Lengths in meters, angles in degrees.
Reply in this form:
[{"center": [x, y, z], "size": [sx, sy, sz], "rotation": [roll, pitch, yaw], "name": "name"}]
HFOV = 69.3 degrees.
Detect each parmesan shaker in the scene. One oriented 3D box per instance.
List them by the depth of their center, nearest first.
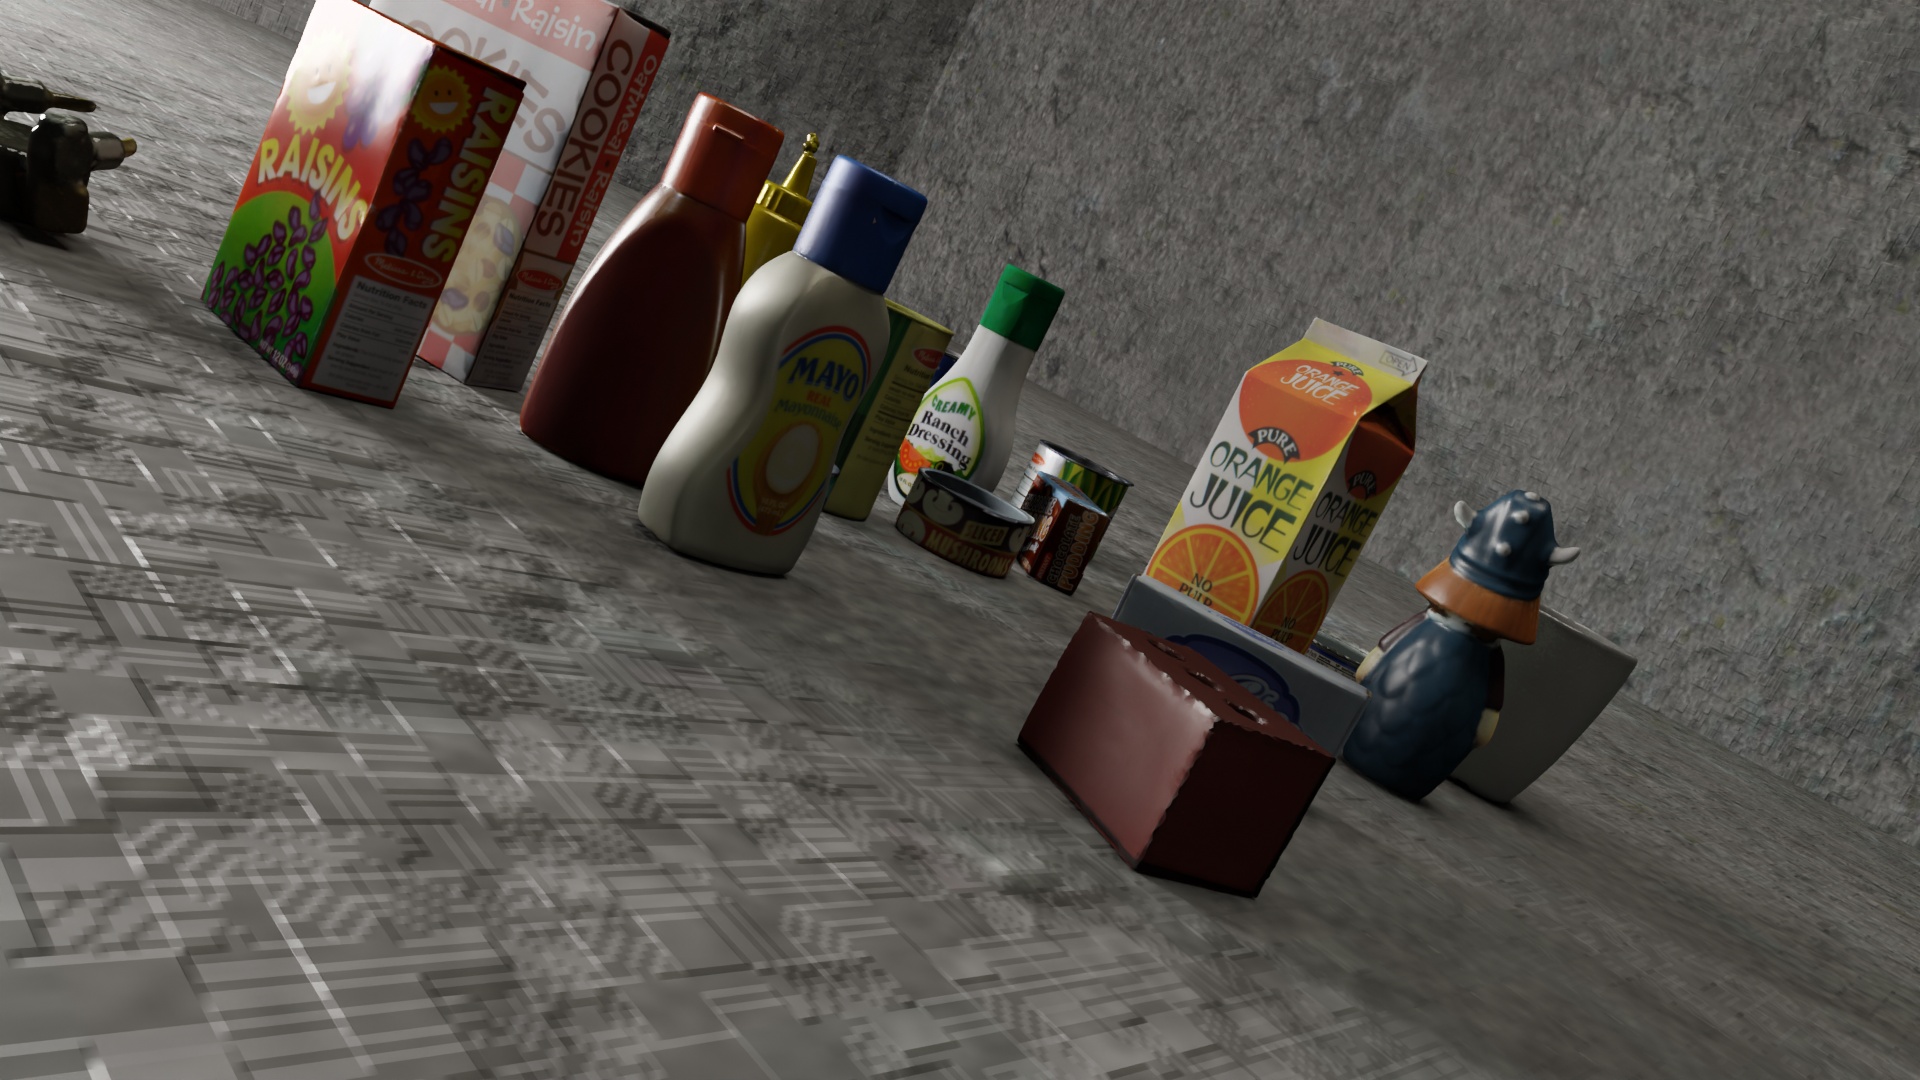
[{"center": [-0.056, -0.070, 0.682], "size": [0.071, 0.103, 0.071], "rotation": [25, 9, -4], "name": "parmesan shaker"}]

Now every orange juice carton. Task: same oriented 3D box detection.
[{"center": [0.169, -0.019, 0.729], "size": [0.072, 0.192, 0.073], "rotation": [34, 12, 40], "name": "orange juice carton"}]

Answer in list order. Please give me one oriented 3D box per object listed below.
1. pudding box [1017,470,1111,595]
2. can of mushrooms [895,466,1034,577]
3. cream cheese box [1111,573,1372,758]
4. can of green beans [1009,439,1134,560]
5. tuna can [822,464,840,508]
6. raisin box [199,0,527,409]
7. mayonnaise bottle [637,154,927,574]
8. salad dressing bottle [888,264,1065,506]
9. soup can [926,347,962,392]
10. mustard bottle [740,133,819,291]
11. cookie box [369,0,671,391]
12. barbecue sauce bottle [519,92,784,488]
[{"center": [0.054, -0.006, 0.789], "size": [0.030, 0.049, 0.084], "rotation": [24, 10, -13], "name": "pudding box"}, {"center": [0.003, -0.009, 0.718], "size": [0.071, 0.033, 0.071], "rotation": [25, 9, -4], "name": "can of mushrooms"}, {"center": [0.105, 0.060, 0.557], "size": [0.104, 0.053, 0.024], "rotation": [28, 9, 13], "name": "cream cheese box"}, {"center": [0.069, -0.026, 0.910], "size": [0.071, 0.057, 0.071], "rotation": [25, 9, -4], "name": "can of green beans"}, {"center": [-0.087, -0.029, 0.593], "size": [0.071, 0.032, 0.071], "rotation": [25, 9, -4], "name": "tuna can"}, {"center": [-0.211, -0.121, 0.489], "size": [0.086, 0.123, 0.040], "rotation": [32, 11, 35], "name": "raisin box"}, {"center": [-0.059, -0.062, 0.497], "size": [0.065, 0.148, 0.041], "rotation": [16, 13, -47], "name": "mayonnaise bottle"}, {"center": [0.010, -0.081, 0.781], "size": [0.064, 0.147, 0.044], "rotation": [31, 10, 28], "name": "salad dressing bottle"}, {"center": [-0.031, -0.091, 0.916], "size": [0.071, 0.083, 0.071], "rotation": [25, 9, -4], "name": "soup can"}, {"center": [-0.104, -0.125, 0.684], "size": [0.049, 0.160, 0.065], "rotation": [29, 9, 17], "name": "mustard bottle"}, {"center": [-0.212, -0.166, 0.596], "size": [0.123, 0.167, 0.040], "rotation": [29, 9, 18], "name": "cookie box"}, {"center": [-0.115, -0.098, 0.542], "size": [0.065, 0.148, 0.044], "rotation": [25, 9, -9], "name": "barbecue sauce bottle"}]
